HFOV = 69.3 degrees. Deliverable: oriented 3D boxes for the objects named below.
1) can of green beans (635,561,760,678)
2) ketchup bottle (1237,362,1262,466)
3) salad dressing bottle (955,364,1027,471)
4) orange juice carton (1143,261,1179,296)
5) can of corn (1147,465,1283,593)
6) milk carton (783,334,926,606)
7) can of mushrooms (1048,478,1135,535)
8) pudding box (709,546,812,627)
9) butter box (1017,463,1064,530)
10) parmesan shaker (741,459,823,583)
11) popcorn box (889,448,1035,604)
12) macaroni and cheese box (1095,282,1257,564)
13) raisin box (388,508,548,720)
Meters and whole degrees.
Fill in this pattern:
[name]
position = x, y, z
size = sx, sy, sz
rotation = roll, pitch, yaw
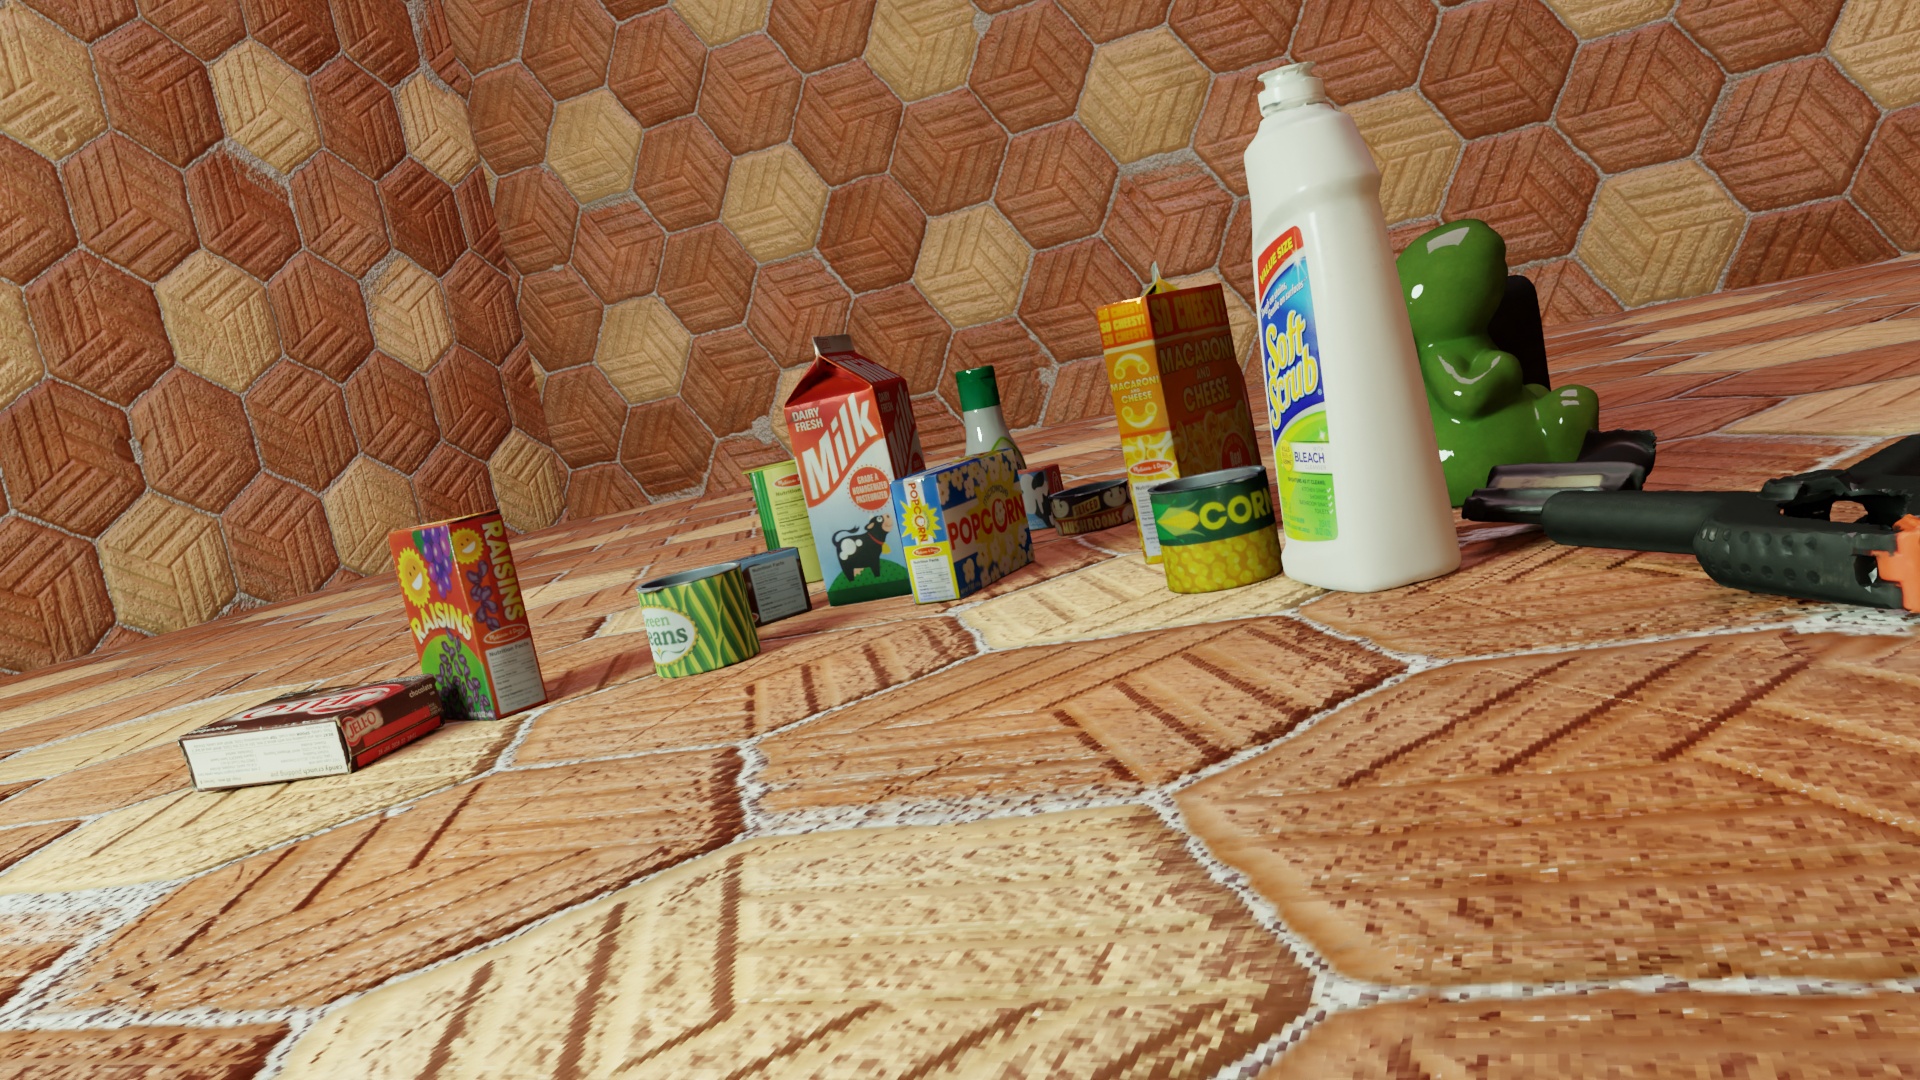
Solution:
[can of green beans]
position = -0.163, 0.049, 0.867
size = 0.071, 0.057, 0.071
rotation = -12, 6, 1
[ketchup bottle]
position = 0.220, -0.117, 1.174
size = 0.043, 0.148, 0.065
rotation = -13, 6, -10
[salad dressing bottle]
position = 0.027, -0.087, 1.285
size = 0.064, 0.147, 0.044
rotation = -17, 7, -36
[orange juice carton]
position = 0.162, -0.110, 1.033
size = 0.073, 0.192, 0.072
rotation = -12, 6, 8
[can of corn]
position = 0.143, -0.006, 0.767
size = 0.071, 0.058, 0.071
rotation = -12, 6, 1
[milk carton]
position = -0.071, -0.055, 1.006
size = 0.073, 0.190, 0.072
rotation = -10, 6, 18
[can of mushrooms]
position = 0.106, -0.027, 1.125
size = 0.071, 0.033, 0.071
rotation = -12, 6, 1
[pudding box]
position = -0.152, 0.037, 0.989
size = 0.084, 0.049, 0.030
rotation = -17, 7, -35
[butter box]
position = 0.043, -0.033, 1.212
size = 0.103, 0.053, 0.024
rotation = -8, 8, 36
[parmesan shaker]
position = -0.141, -0.016, 1.191
size = 0.071, 0.103, 0.071
rotation = -12, 6, 1
[popcorn box]
position = 0.003, -0.012, 0.960
size = 0.038, 0.085, 0.127
rotation = -9, 7, 28
[macaroni and cheese box]
position = 0.147, -0.080, 0.912
size = 0.040, 0.166, 0.124
rotation = -8, 7, 35
[raisin box]
position = -0.307, 0.047, 0.864
size = 0.086, 0.123, 0.040
rotation = -6, 8, 45
